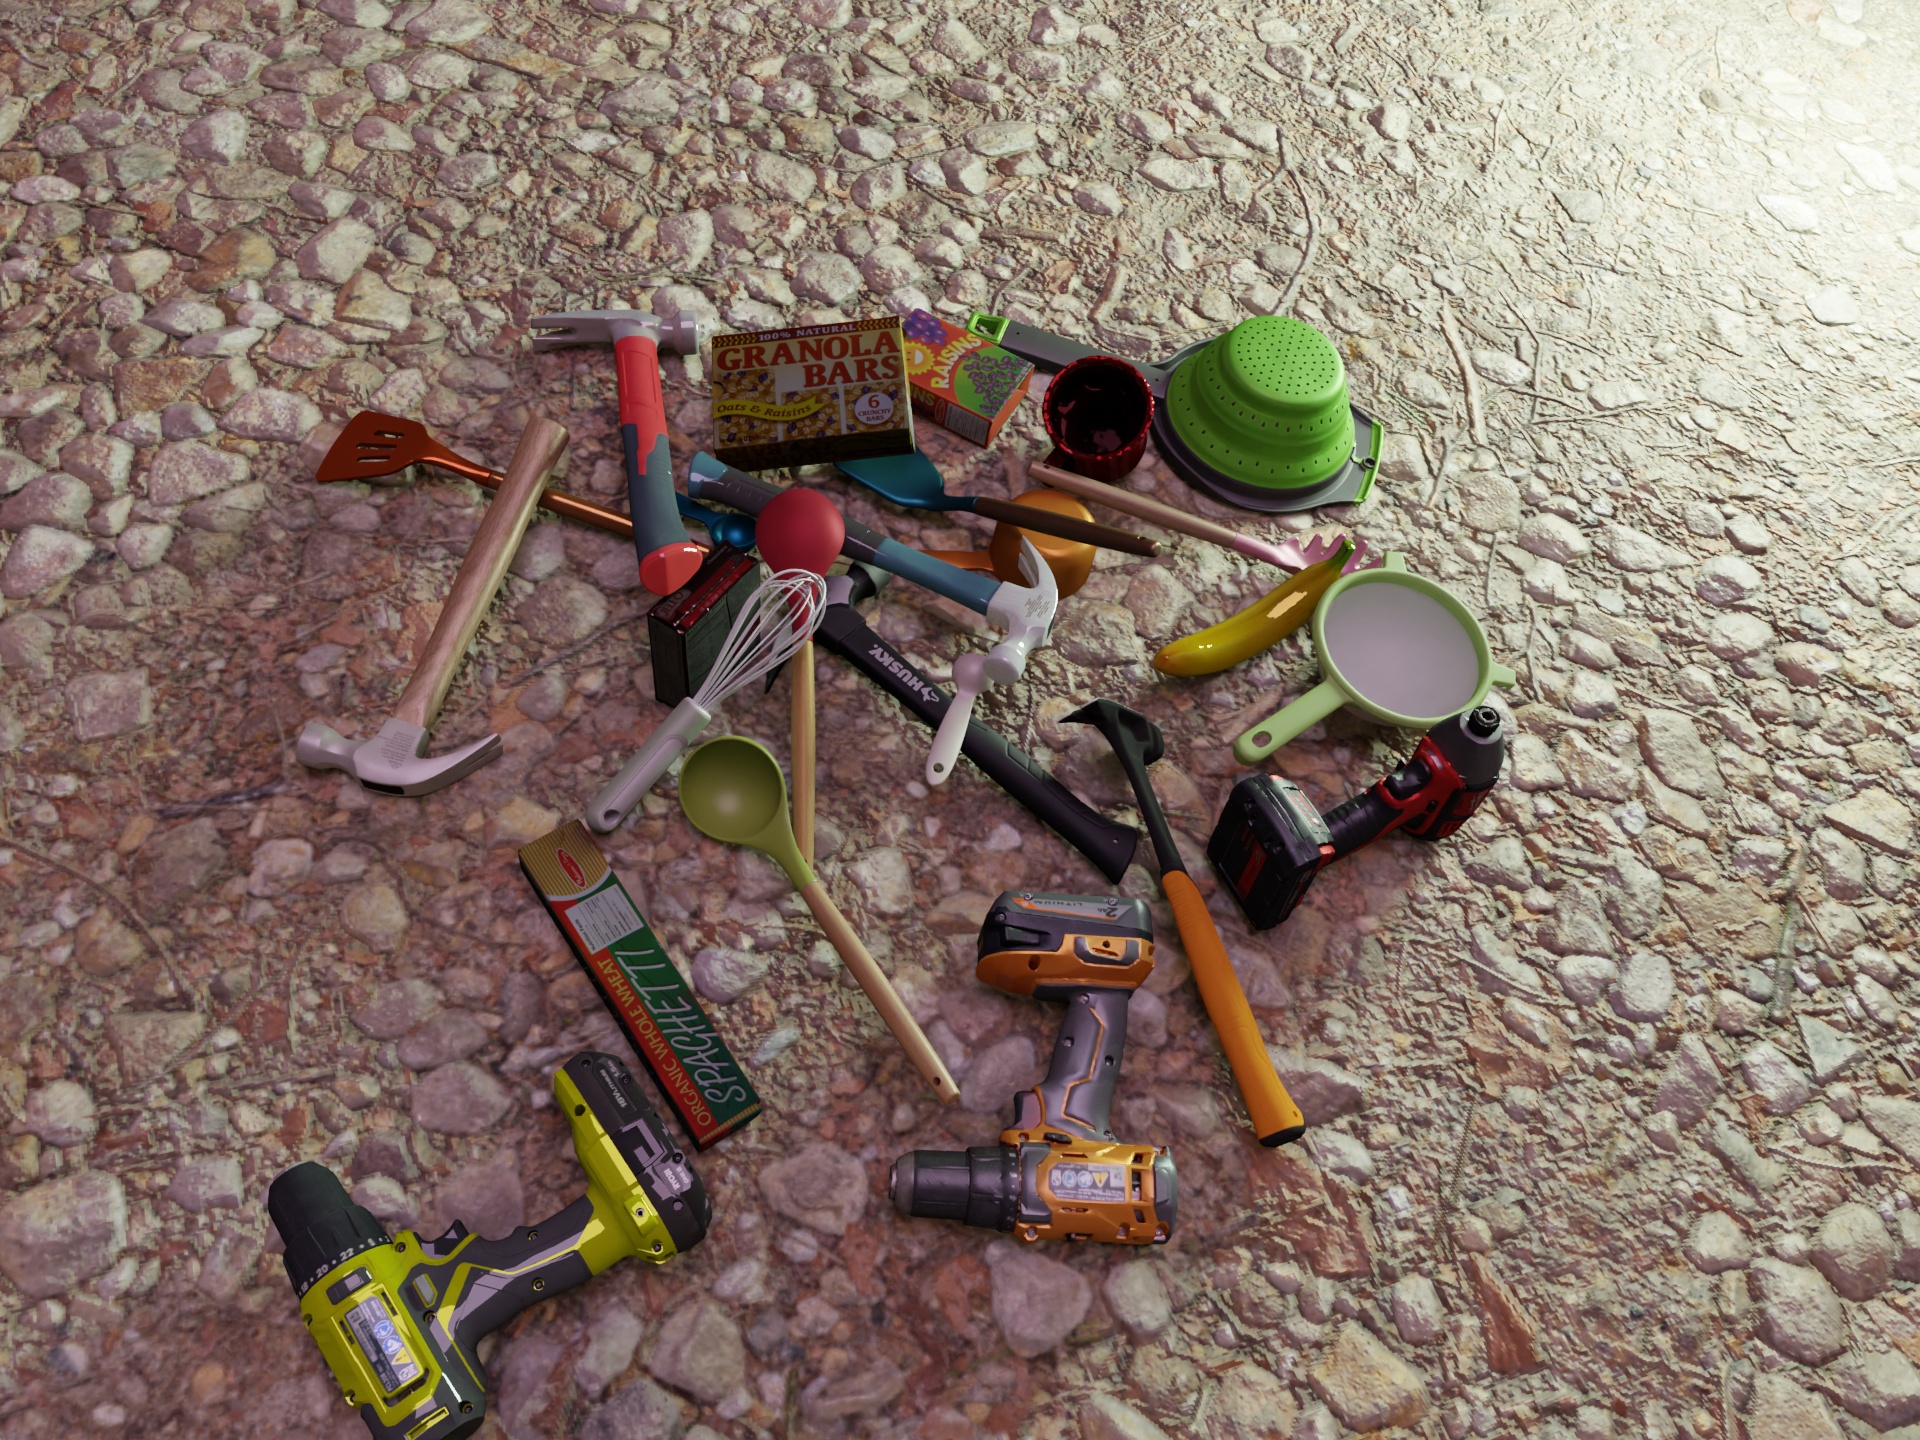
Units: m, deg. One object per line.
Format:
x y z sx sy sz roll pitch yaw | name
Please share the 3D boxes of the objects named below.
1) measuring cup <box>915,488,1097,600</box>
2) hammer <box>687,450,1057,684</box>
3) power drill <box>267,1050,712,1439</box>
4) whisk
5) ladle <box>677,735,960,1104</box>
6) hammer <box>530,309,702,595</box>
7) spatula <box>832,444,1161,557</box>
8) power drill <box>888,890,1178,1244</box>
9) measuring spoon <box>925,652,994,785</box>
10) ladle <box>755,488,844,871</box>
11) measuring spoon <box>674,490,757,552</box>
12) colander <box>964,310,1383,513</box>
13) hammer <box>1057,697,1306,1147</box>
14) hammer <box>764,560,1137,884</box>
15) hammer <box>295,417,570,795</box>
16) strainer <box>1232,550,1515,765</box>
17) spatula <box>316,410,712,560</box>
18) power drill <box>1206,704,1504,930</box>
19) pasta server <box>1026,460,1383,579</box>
0.030 -0.147 1.310 0.173 0.052 0.095 -3 59 -14 | measuring cup
-0.075 -0.138 1.259 0.331 0.033 0.128 24 52 14 | hammer
-0.286 0.304 0.964 0.228 0.080 0.191 -31 68 -22 | power drill
-0.184 -0.014 1.152 0.246 0.057 0.059 -49 42 -4 | whisk
-0.097 0.132 1.083 0.078 0.062 0.320 -45 58 10 | ladle
-0.264 -0.223 1.253 0.143 0.038 0.387 -4 41 -12 | hammer
0.031 -0.177 1.274 0.318 0.044 0.082 21 41 40 | spatula
0.048 0.232 1.064 0.185 0.084 0.226 4 62 -5 | power drill
-0.002 -0.004 1.195 0.034 0.018 0.124 19 57 1 | measuring spoon
-0.119 -0.033 1.188 0.069 0.031 0.316 -2 74 -2 | ladle
-0.220 -0.166 1.307 0.129 0.021 0.042 26 48 18 | measuring spoon
0.198 -0.318 1.420 0.397 0.094 0.205 19 57 3 | colander
0.163 0.139 1.135 0.034 0.127 0.337 -30 65 22 | hammer
-0.002 0.010 1.219 0.335 0.035 0.146 39 60 15 | hammer
-0.369 -0.093 1.205 0.130 0.031 0.331 17 64 -1 | hammer
0.306 -0.020 1.268 0.256 0.069 0.152 -31 70 -24 | strainer
-0.357 -0.183 1.289 0.322 0.041 0.081 19 58 -2 | spatula
0.301 0.062 1.173 0.219 0.143 0.079 -21 61 -18 | power drill
0.207 -0.166 1.336 0.316 0.040 0.060 18 41 -9 | pasta server
